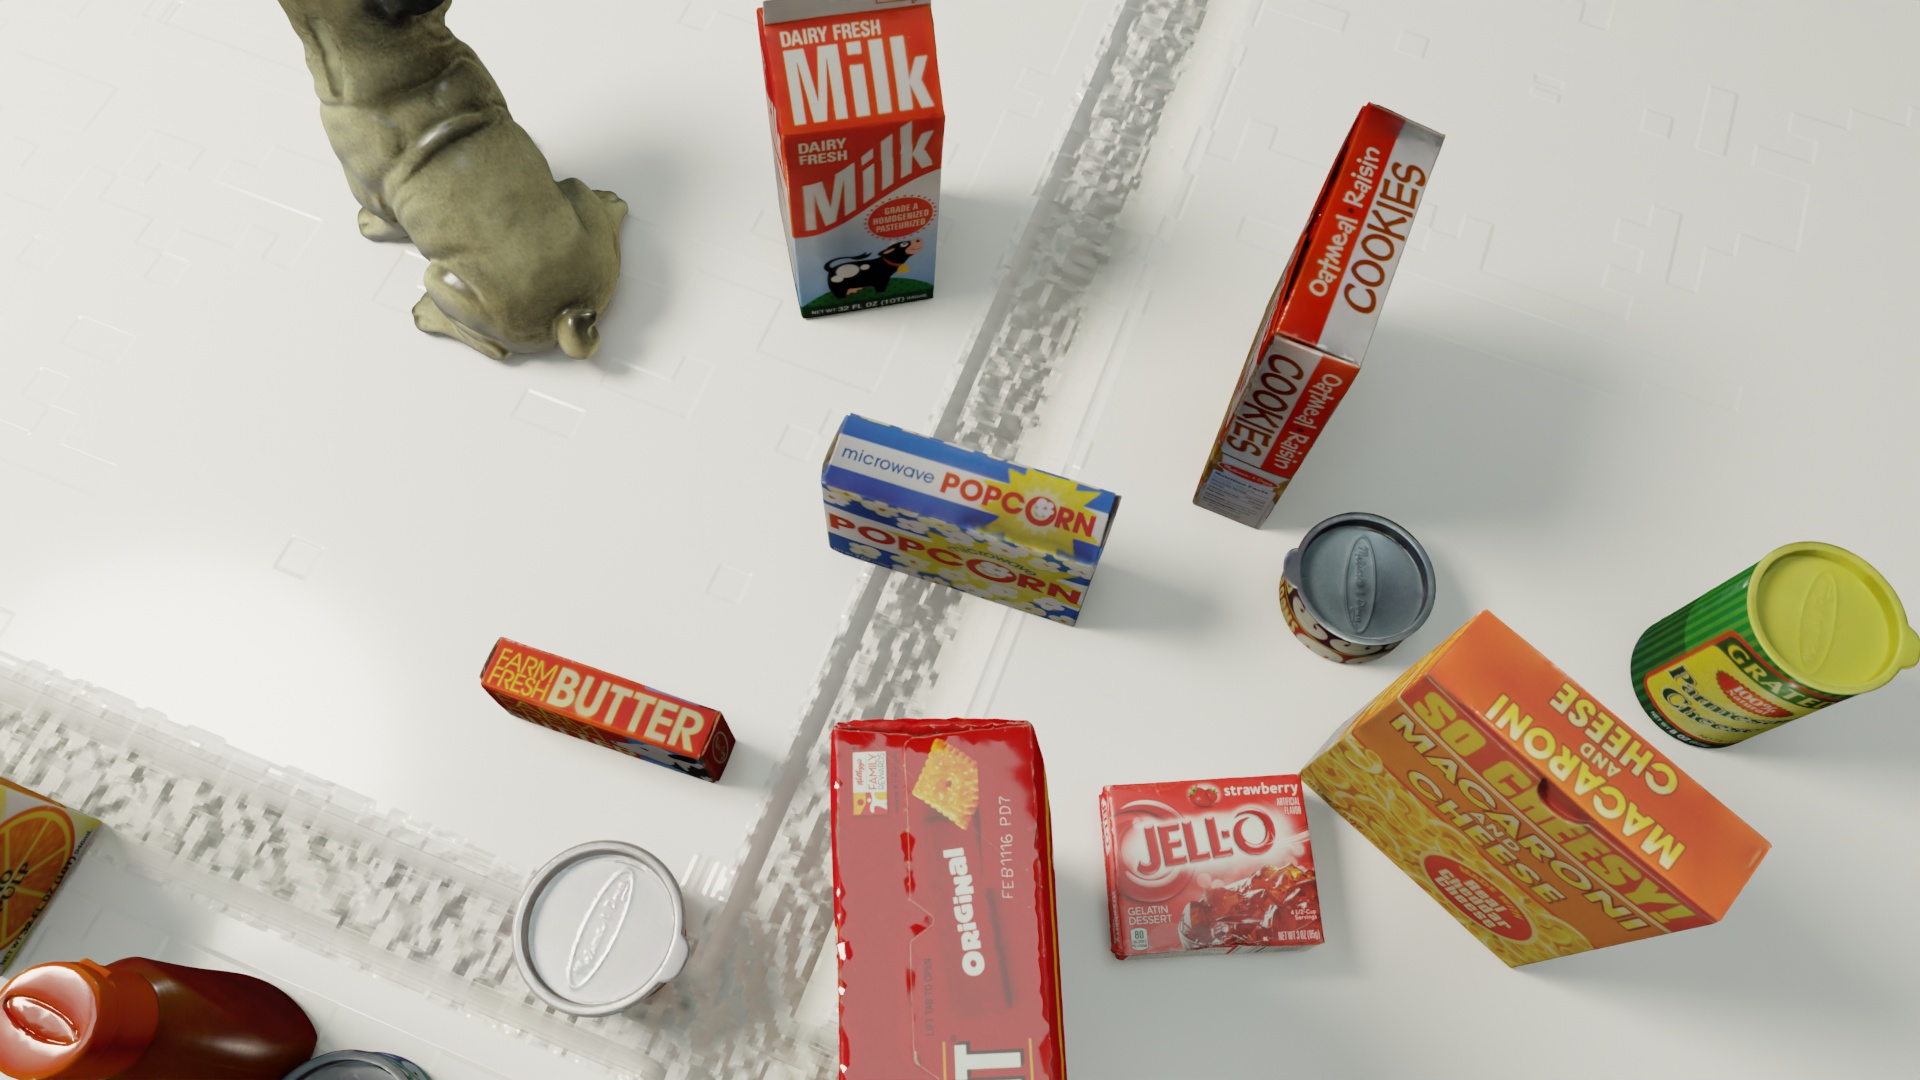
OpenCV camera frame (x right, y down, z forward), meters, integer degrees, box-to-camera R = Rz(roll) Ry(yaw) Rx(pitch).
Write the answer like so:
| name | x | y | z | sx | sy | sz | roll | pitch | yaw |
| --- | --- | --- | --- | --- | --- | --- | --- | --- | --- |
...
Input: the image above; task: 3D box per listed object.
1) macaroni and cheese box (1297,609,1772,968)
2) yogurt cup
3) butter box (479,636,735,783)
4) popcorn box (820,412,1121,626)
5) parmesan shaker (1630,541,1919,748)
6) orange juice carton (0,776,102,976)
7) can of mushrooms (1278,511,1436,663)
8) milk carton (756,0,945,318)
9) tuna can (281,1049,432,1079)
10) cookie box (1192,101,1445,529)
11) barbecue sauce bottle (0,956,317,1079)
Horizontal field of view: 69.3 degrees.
| name | x | y | z | sx | sy | sz | roll | pitch | yaw |
| --- | --- | --- | --- | --- | --- | --- | --- | --- | --- |
| macaroni and cheese box | 0.213 | 0.106 | 0.550 | 0.124 | 0.165 | 0.040 | 42 | 72 | 13 |
| yogurt cup | -0.144 | 0.161 | 0.571 | 0.072 | 0.053 | 0.072 | 1 | 68 | -2 |
| butter box | -0.153 | 0.075 | 0.607 | 0.103 | 0.053 | 0.024 | 18 | 69 | 5 |
| popcorn box | 0.002 | -0.008 | 0.631 | 0.127 | 0.085 | 0.038 | 17 | 69 | 4 |
| parmesan shaker | 0.355 | 0.051 | 0.614 | 0.071 | 0.102 | 0.071 | 1 | 68 | -2 |
| orange juice carton | -0.414 | 0.105 | 0.507 | 0.073 | 0.192 | 0.072 | 22 | 69 | 6 |
| can of mushrooms | 0.184 | 0.022 | 0.655 | 0.071 | 0.033 | 0.071 | 1 | 68 | -2 |
| milk carton | -0.050 | -0.186 | 0.644 | 0.072 | 0.189 | 0.073 | -11 | 69 | -7 |
| tuna can | -0.243 | 0.236 | 0.548 | 0.071 | 0.032 | 0.071 | 1 | 68 | -2 |
| cookie box | 0.156 | -0.094 | 0.629 | 0.040 | 0.166 | 0.123 | 22 | 69 | 6 |
| barbecue sauce bottle | -0.293 | 0.178 | 0.507 | 0.065 | 0.148 | 0.044 | 26 | 69 | 8 |
